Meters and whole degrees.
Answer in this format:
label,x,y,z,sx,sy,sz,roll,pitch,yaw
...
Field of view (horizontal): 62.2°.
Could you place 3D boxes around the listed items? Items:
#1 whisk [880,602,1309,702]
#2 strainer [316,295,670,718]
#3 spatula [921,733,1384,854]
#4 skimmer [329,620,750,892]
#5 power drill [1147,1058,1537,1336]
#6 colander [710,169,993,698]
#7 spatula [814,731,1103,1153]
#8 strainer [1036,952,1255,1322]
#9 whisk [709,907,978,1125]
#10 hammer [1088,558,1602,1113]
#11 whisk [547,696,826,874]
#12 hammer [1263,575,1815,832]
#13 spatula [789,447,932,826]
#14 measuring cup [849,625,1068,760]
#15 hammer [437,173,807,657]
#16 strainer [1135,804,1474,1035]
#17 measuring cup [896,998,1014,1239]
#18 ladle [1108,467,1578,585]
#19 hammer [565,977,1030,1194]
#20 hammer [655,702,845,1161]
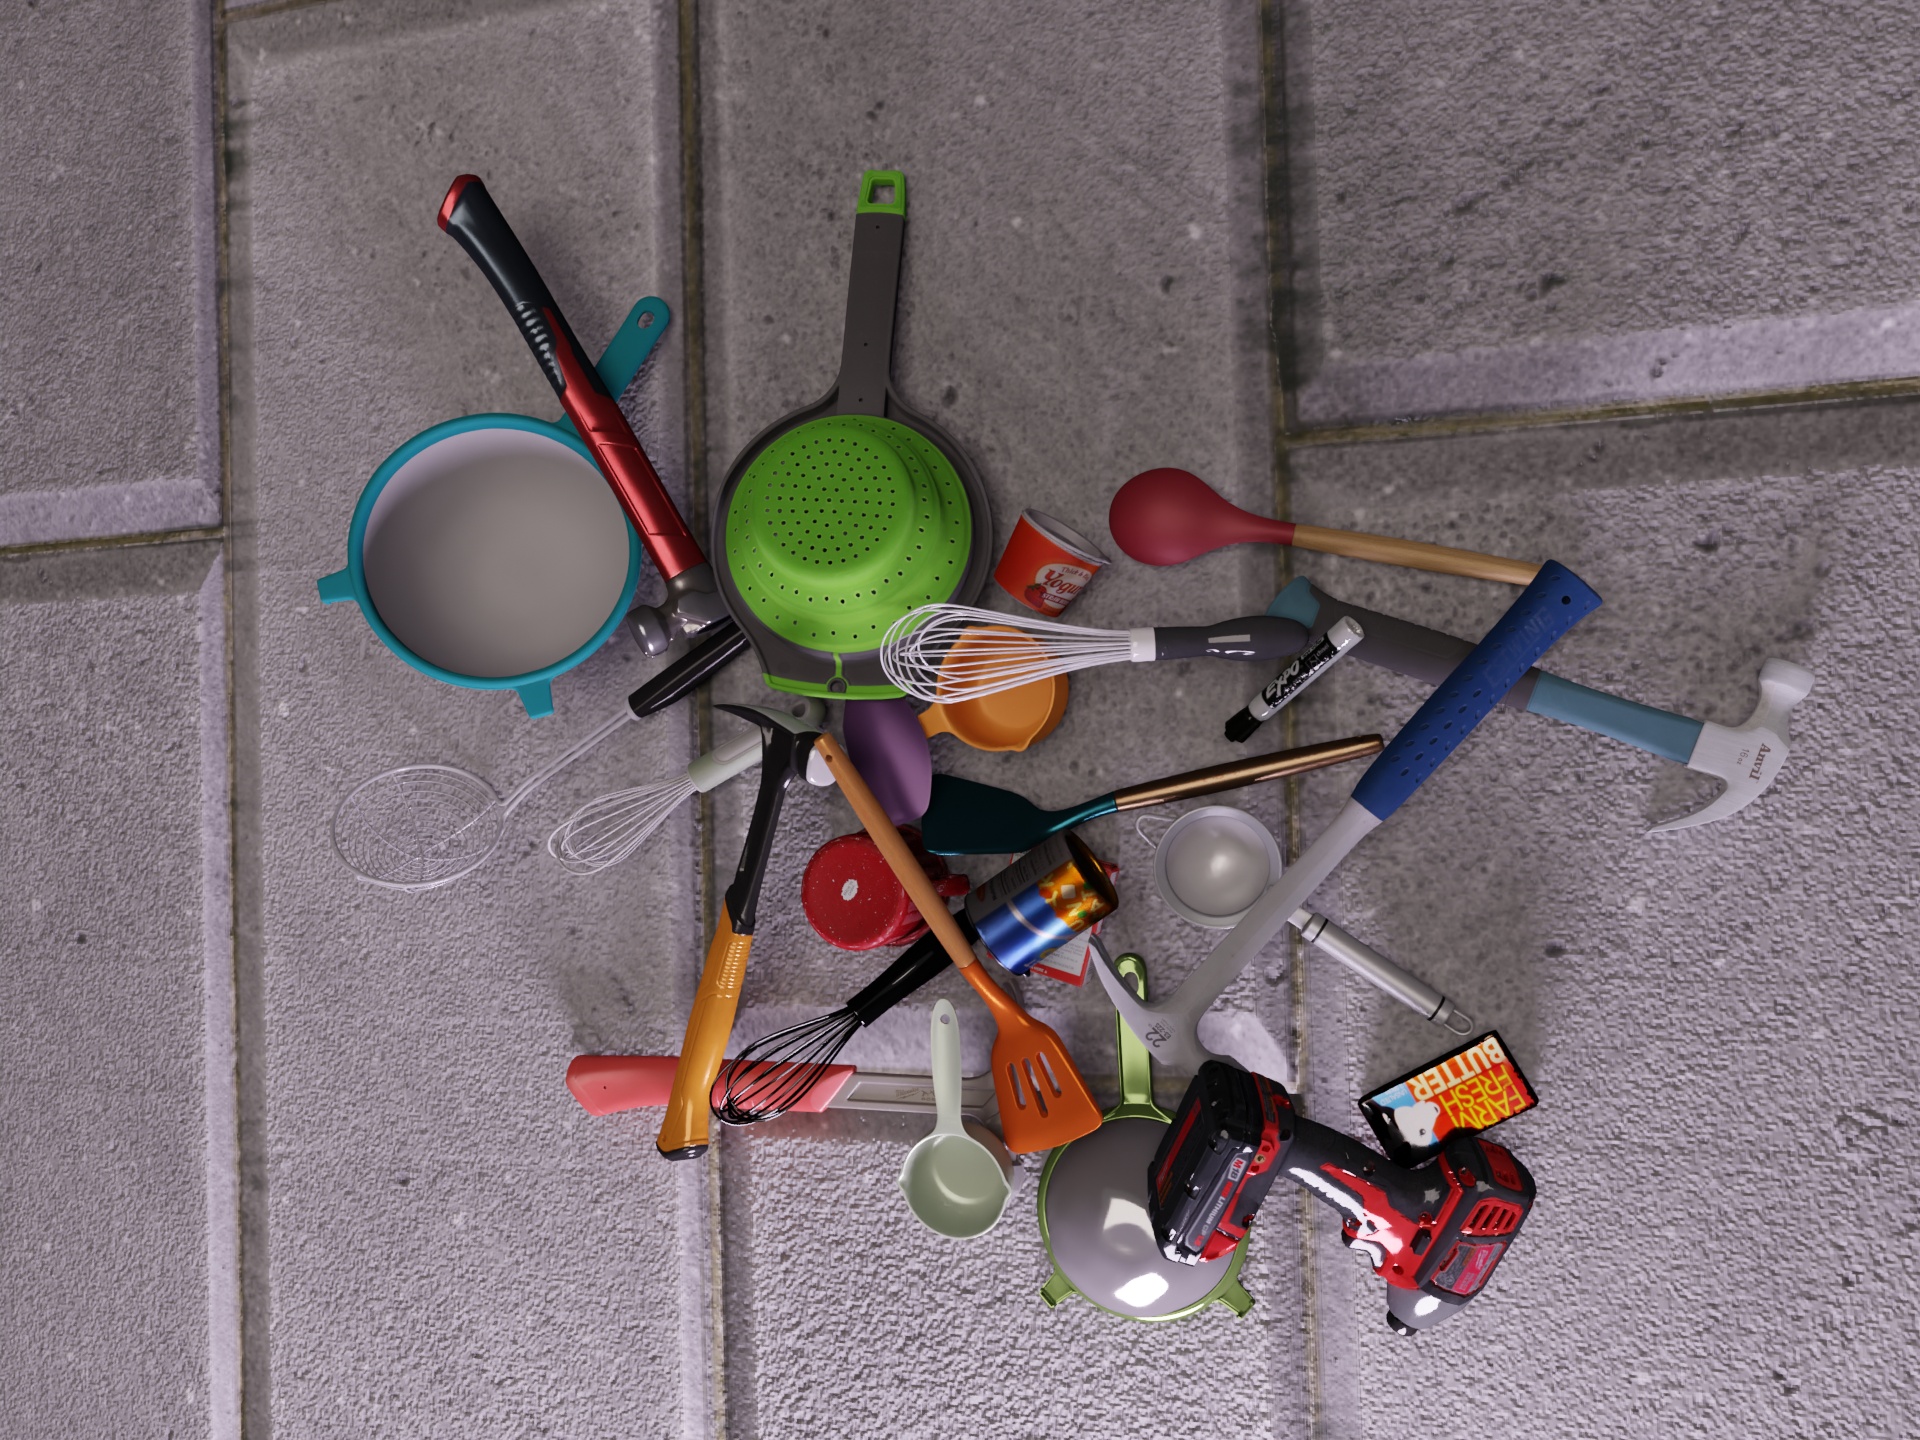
label,x,y,z,sx,sy,sz,roll,pitch,yaw
whisk,0.088,-0.048,1.057,0.284,0.070,0.070,-2,88,2
strainer,-0.317,-0.173,1.226,0.211,0.095,0.340,29,76,-1
spatula,0.130,0.044,1.095,0.317,0.082,0.044,-14,126,13
skimmer,-0.315,0.011,1.213,0.363,0.090,0.127,-34,48,12
power drill,0.238,0.311,1.011,0.219,0.079,0.143,19,112,-6
colander,-0.076,-0.217,1.111,0.204,0.094,0.397,4,80,6
spatula,-0.010,0.148,1.073,0.081,0.041,0.322,-26,102,29
strainer,0.116,0.290,1.082,0.151,0.069,0.256,-3,90,17
whisk,-0.074,0.204,1.119,0.239,0.055,0.055,-37,78,-13
hammer,0.249,0.061,1.022,0.144,0.035,0.405,41,99,5
whisk,-0.207,0.047,1.203,0.246,0.059,0.058,-29,53,11
hammer,0.359,-0.026,1.033,0.331,0.033,0.128,21,94,17
spatula,-0.082,-0.075,1.146,0.060,0.018,0.316,-22,75,15
measuring cup,-0.002,-0.004,1.138,0.173,0.052,0.095,-28,80,21
hammer,-0.262,-0.242,1.179,0.143,0.038,0.386,-29,85,-18
strainer,0.230,0.135,1.067,0.258,0.050,0.087,34,105,9
measuring cup,-0.002,0.270,1.094,0.083,0.038,0.167,-2,95,18
ladle,0.251,-0.120,1.073,0.315,0.031,0.069,11,93,16
hammer,-0.125,0.261,1.176,0.359,0.036,0.149,-1,89,17
hammer,-0.169,0.155,1.142,0.127,0.034,0.337,25,103,47
